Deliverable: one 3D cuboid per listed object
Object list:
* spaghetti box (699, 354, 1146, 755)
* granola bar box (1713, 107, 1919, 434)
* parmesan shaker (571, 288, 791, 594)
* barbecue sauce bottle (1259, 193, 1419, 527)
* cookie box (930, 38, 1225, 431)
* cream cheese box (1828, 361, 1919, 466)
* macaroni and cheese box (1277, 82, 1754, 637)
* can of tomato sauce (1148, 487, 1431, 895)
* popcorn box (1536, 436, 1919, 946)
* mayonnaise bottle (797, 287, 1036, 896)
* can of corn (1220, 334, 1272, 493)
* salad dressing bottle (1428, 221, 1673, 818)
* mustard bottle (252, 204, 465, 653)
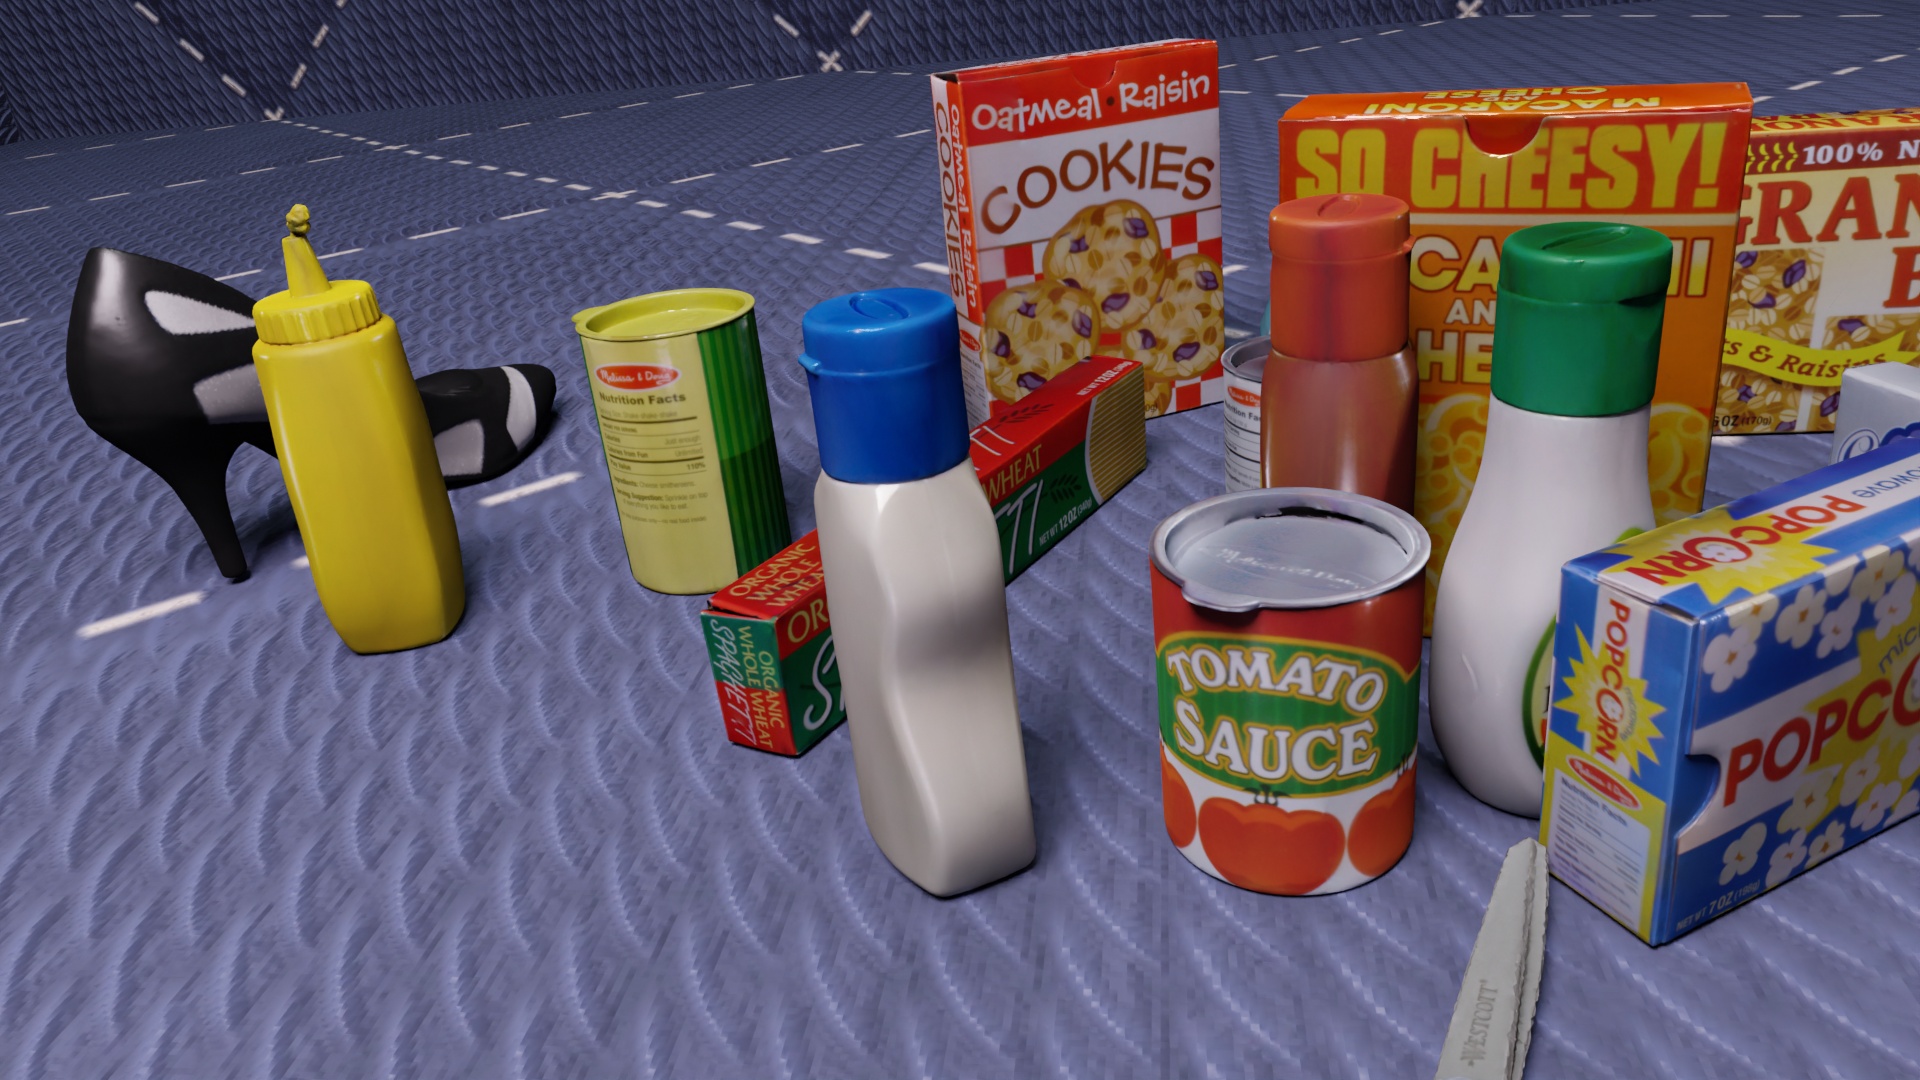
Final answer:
[{"bbox_3d":[0.002,-0.006,0.505,0.029,0.050,0.251,10,29,31],"label":"spaghetti box"},{"bbox_3d":[0.365,-0.107,0.553,0.165,0.123,0.039,-1,25,11],"label":"granola bar box"},{"bbox_3d":[-0.107,-0.039,0.538,0.071,0.102,0.071,-5,24,2],"label":"parmesan shaker"},{"bbox_3d":[0.107,-0.021,0.396,0.043,0.148,0.065,5,27,24],"label":"barbecue sauce bottle"},{"bbox_3d":[0.058,-0.133,0.629,0.123,0.166,0.040,-14,25,-17],"label":"cookie box"},{"bbox_3d":[0.336,-0.020,0.455,0.024,0.053,0.104,-12,25,-13],"label":"cream cheese box"},{"bbox_3d":[0.161,-0.049,0.423,0.124,0.165,0.040,6,27,25],"label":"macaroni and cheese box"},{"bbox_3d":[0.082,0.038,0.351,0.071,0.082,0.071,-5,24,2],"label":"can of tomato sauce"},{"bbox_3d":[0.201,0.032,0.334,0.127,0.085,0.038,-16,26,-22],"label":"popcorn box"},{"bbox_3d":[-0.011,0.013,0.349,0.041,0.147,0.065,-15,26,-19],"label":"mayonnaise bottle"},{"bbox_3d":[0.140,-0.046,0.552,0.071,0.058,0.071,-5,24,2],"label":"can of corn"},{"bbox_3d":[0.149,-0.003,0.347,0.064,0.147,0.044,-18,27,-24],"label":"salad dressing bottle"},{"bbox_3d":[-0.218,-0.040,0.496,0.049,0.159,0.065,-11,25,-10],"label":"mustard bottle"}]
